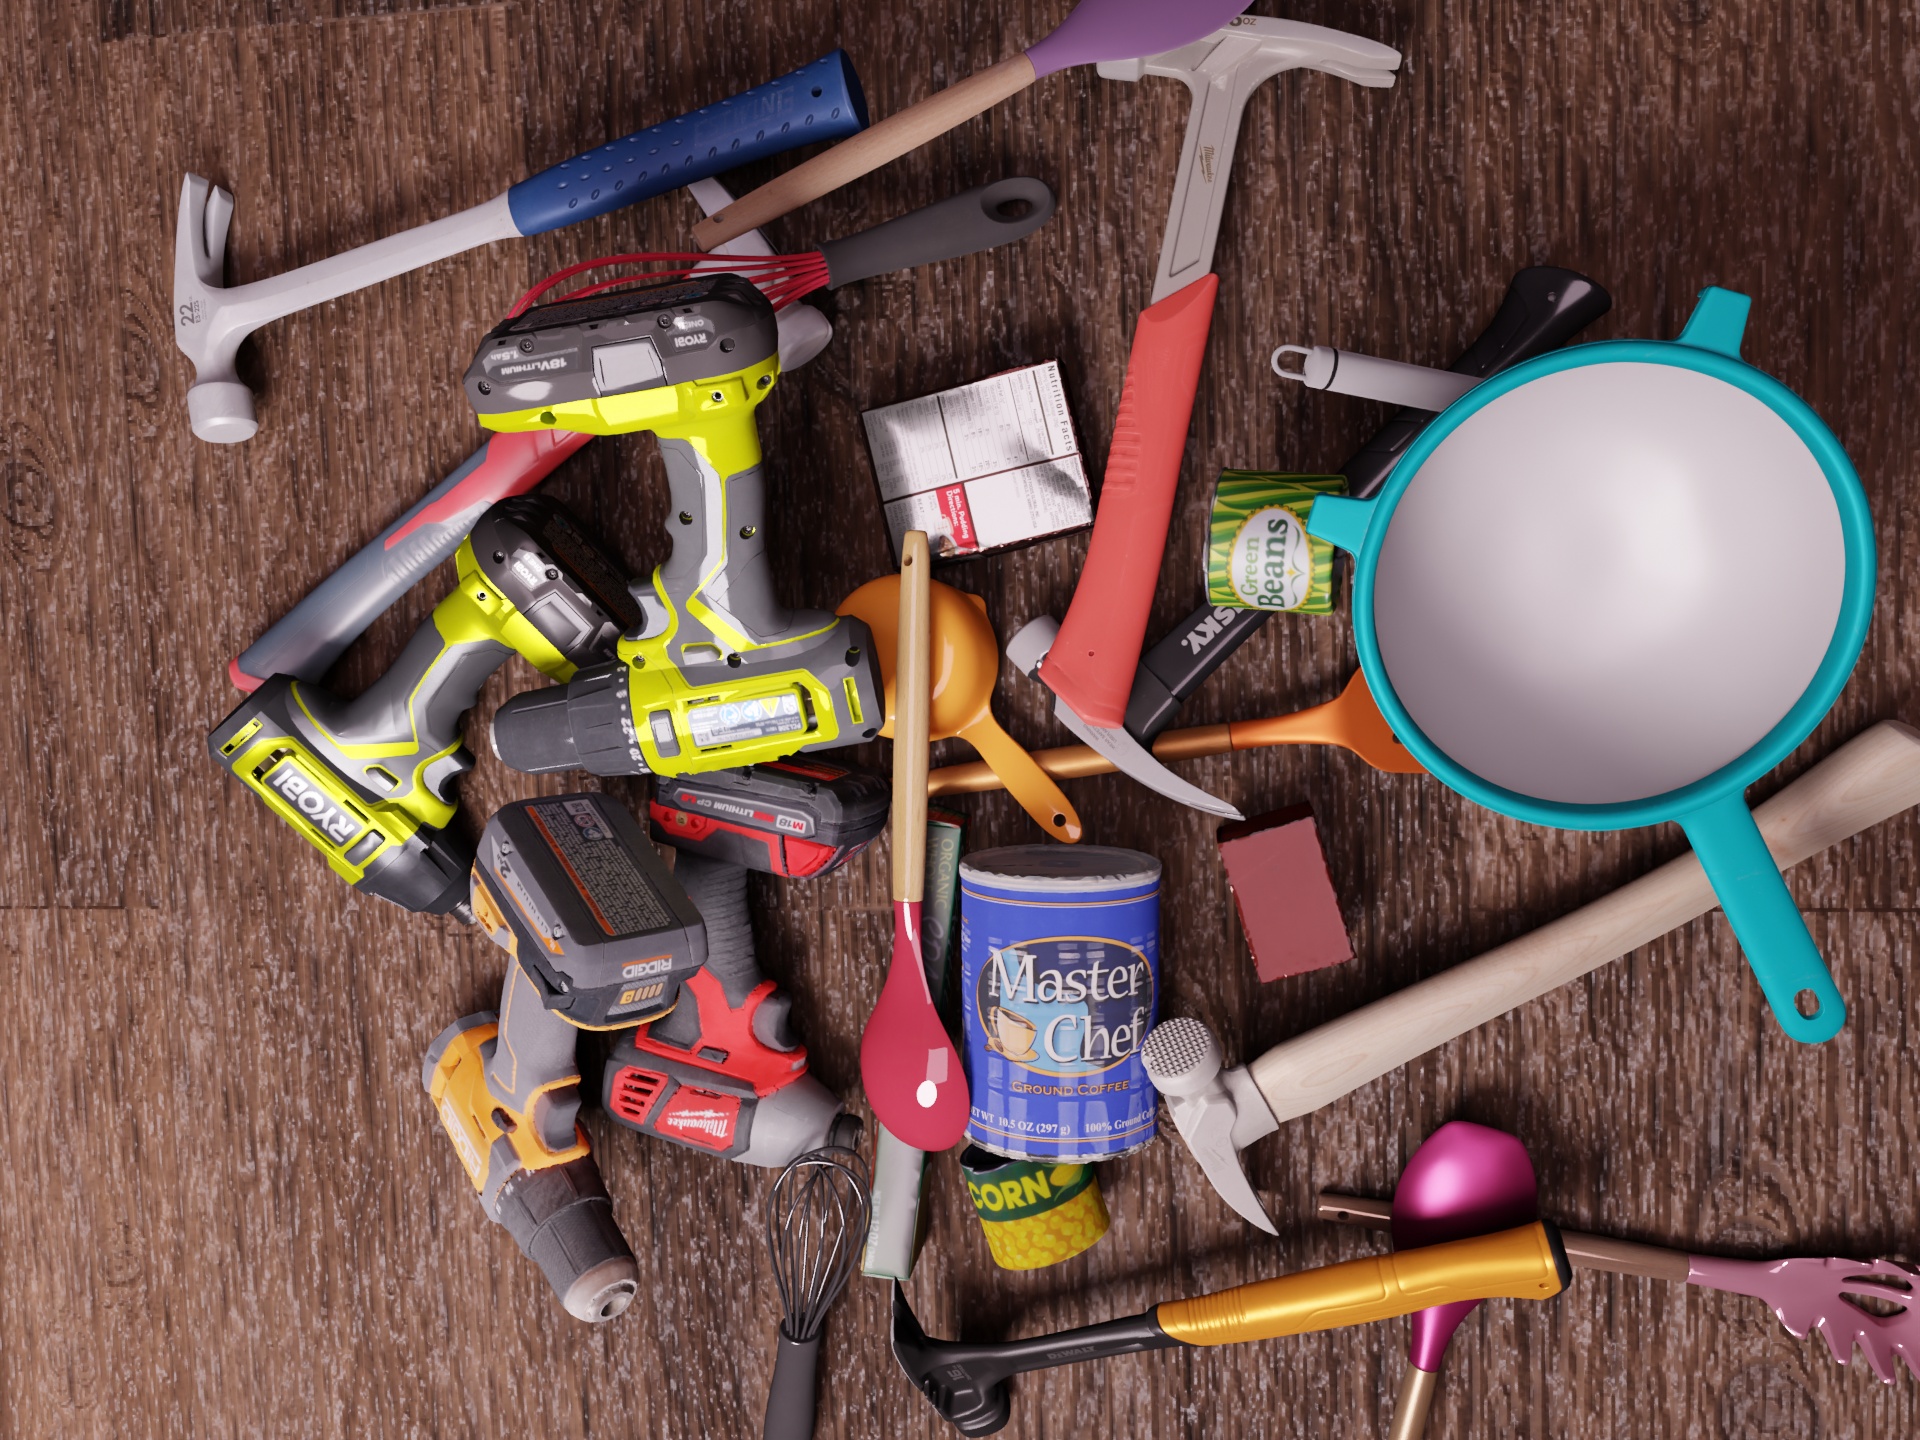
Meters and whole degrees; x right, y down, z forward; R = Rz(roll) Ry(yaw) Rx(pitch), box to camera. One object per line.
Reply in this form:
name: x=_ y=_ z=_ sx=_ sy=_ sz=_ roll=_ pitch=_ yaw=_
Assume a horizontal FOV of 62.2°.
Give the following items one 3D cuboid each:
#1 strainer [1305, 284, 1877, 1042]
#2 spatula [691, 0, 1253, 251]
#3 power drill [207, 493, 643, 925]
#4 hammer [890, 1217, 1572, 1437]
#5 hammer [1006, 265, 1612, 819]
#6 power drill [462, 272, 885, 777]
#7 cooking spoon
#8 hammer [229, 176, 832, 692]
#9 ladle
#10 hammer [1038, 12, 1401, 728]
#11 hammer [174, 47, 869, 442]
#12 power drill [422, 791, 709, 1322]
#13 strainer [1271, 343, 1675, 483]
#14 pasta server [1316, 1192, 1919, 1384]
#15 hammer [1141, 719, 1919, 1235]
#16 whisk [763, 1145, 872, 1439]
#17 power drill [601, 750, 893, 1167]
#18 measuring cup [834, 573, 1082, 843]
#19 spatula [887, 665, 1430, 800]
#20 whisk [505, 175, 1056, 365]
strainer: x=0.311 y=-0.011 z=0.723 sx=0.211 sy=0.095 sz=0.340 roll=-28 pitch=102 yaw=14
spatula: x=0.012 y=-0.304 z=0.770 sx=0.316 sy=0.018 sz=0.060 roll=-29 pitch=69 yaw=-6
power drill: x=-0.262 y=0.001 z=0.853 sx=0.223 sy=0.080 sz=0.171 roll=-38 pitch=110 yaw=13
hammer: x=0.133 y=0.296 z=0.802 sx=0.337 sy=0.034 sz=0.127 roll=-16 pitch=130 yaw=13
hammer: x=0.189 y=-0.097 z=0.792 sx=0.335 sy=0.035 sz=0.146 roll=-44 pitch=71 yaw=5
power drill: x=-0.148 y=-0.078 z=0.744 sx=0.190 sy=0.080 sz=0.228 roll=-9 pitch=115 yaw=3
cooking spoon: x=0.236 y=0.359 z=0.830 sx=0.069 sy=0.017 sz=0.319 roll=13 pitch=101 yaw=12
hammer: x=-0.260 y=-0.148 z=0.871 sx=0.386 sy=0.038 sz=0.143 roll=-37 pitch=87 yaw=10
ladle: x=-0.024 y=0.064 z=0.793 sx=0.069 sy=0.031 sz=0.315 roll=4 pitch=96 yaw=37
hammer: x=0.110 y=-0.172 z=0.784 sx=0.149 sy=0.036 sz=0.359 roll=11 pitch=86 yaw=8
hammer: x=-0.242 y=-0.268 z=0.831 sx=0.405 sy=0.035 sz=0.144 roll=-14 pitch=83 yaw=15
power drill: x=-0.198 y=0.174 z=0.803 sx=0.186 sy=0.084 sz=0.226 roll=47 pitch=127 yaw=34
strainer: x=0.268 y=-0.144 z=0.745 sx=0.258 sy=0.050 sz=0.086 roll=9 pitch=111 yaw=-9
pasta server: x=0.342 y=0.277 z=0.810 sx=0.316 sy=0.040 sz=0.060 roll=7 pitch=104 yaw=9
hammer: x=0.298 y=0.121 z=0.790 sx=0.410 sy=0.038 sz=0.146 roll=-28 pitch=123 yaw=4
whisk: x=-0.083 y=0.326 z=0.853 sx=0.055 sy=0.055 sz=0.238 roll=13 pitch=115 yaw=8
power drill: x=-0.107 y=0.128 z=0.845 sx=0.143 sy=0.078 sz=0.219 roll=13 pitch=100 yaw=16
measuring cup: x=-0.001 y=-0.003 z=0.819 sx=0.095 sy=0.052 sz=0.174 roll=-44 pitch=75 yaw=9
spatula: x=0.118 y=0.012 z=0.833 sx=0.322 sy=0.041 sz=0.081 roll=-9 pitch=92 yaw=13
whisk: x=-0.087 y=-0.222 z=0.794 sx=0.296 sy=0.073 sz=0.073 roll=-21 pitch=91 yaw=-12
